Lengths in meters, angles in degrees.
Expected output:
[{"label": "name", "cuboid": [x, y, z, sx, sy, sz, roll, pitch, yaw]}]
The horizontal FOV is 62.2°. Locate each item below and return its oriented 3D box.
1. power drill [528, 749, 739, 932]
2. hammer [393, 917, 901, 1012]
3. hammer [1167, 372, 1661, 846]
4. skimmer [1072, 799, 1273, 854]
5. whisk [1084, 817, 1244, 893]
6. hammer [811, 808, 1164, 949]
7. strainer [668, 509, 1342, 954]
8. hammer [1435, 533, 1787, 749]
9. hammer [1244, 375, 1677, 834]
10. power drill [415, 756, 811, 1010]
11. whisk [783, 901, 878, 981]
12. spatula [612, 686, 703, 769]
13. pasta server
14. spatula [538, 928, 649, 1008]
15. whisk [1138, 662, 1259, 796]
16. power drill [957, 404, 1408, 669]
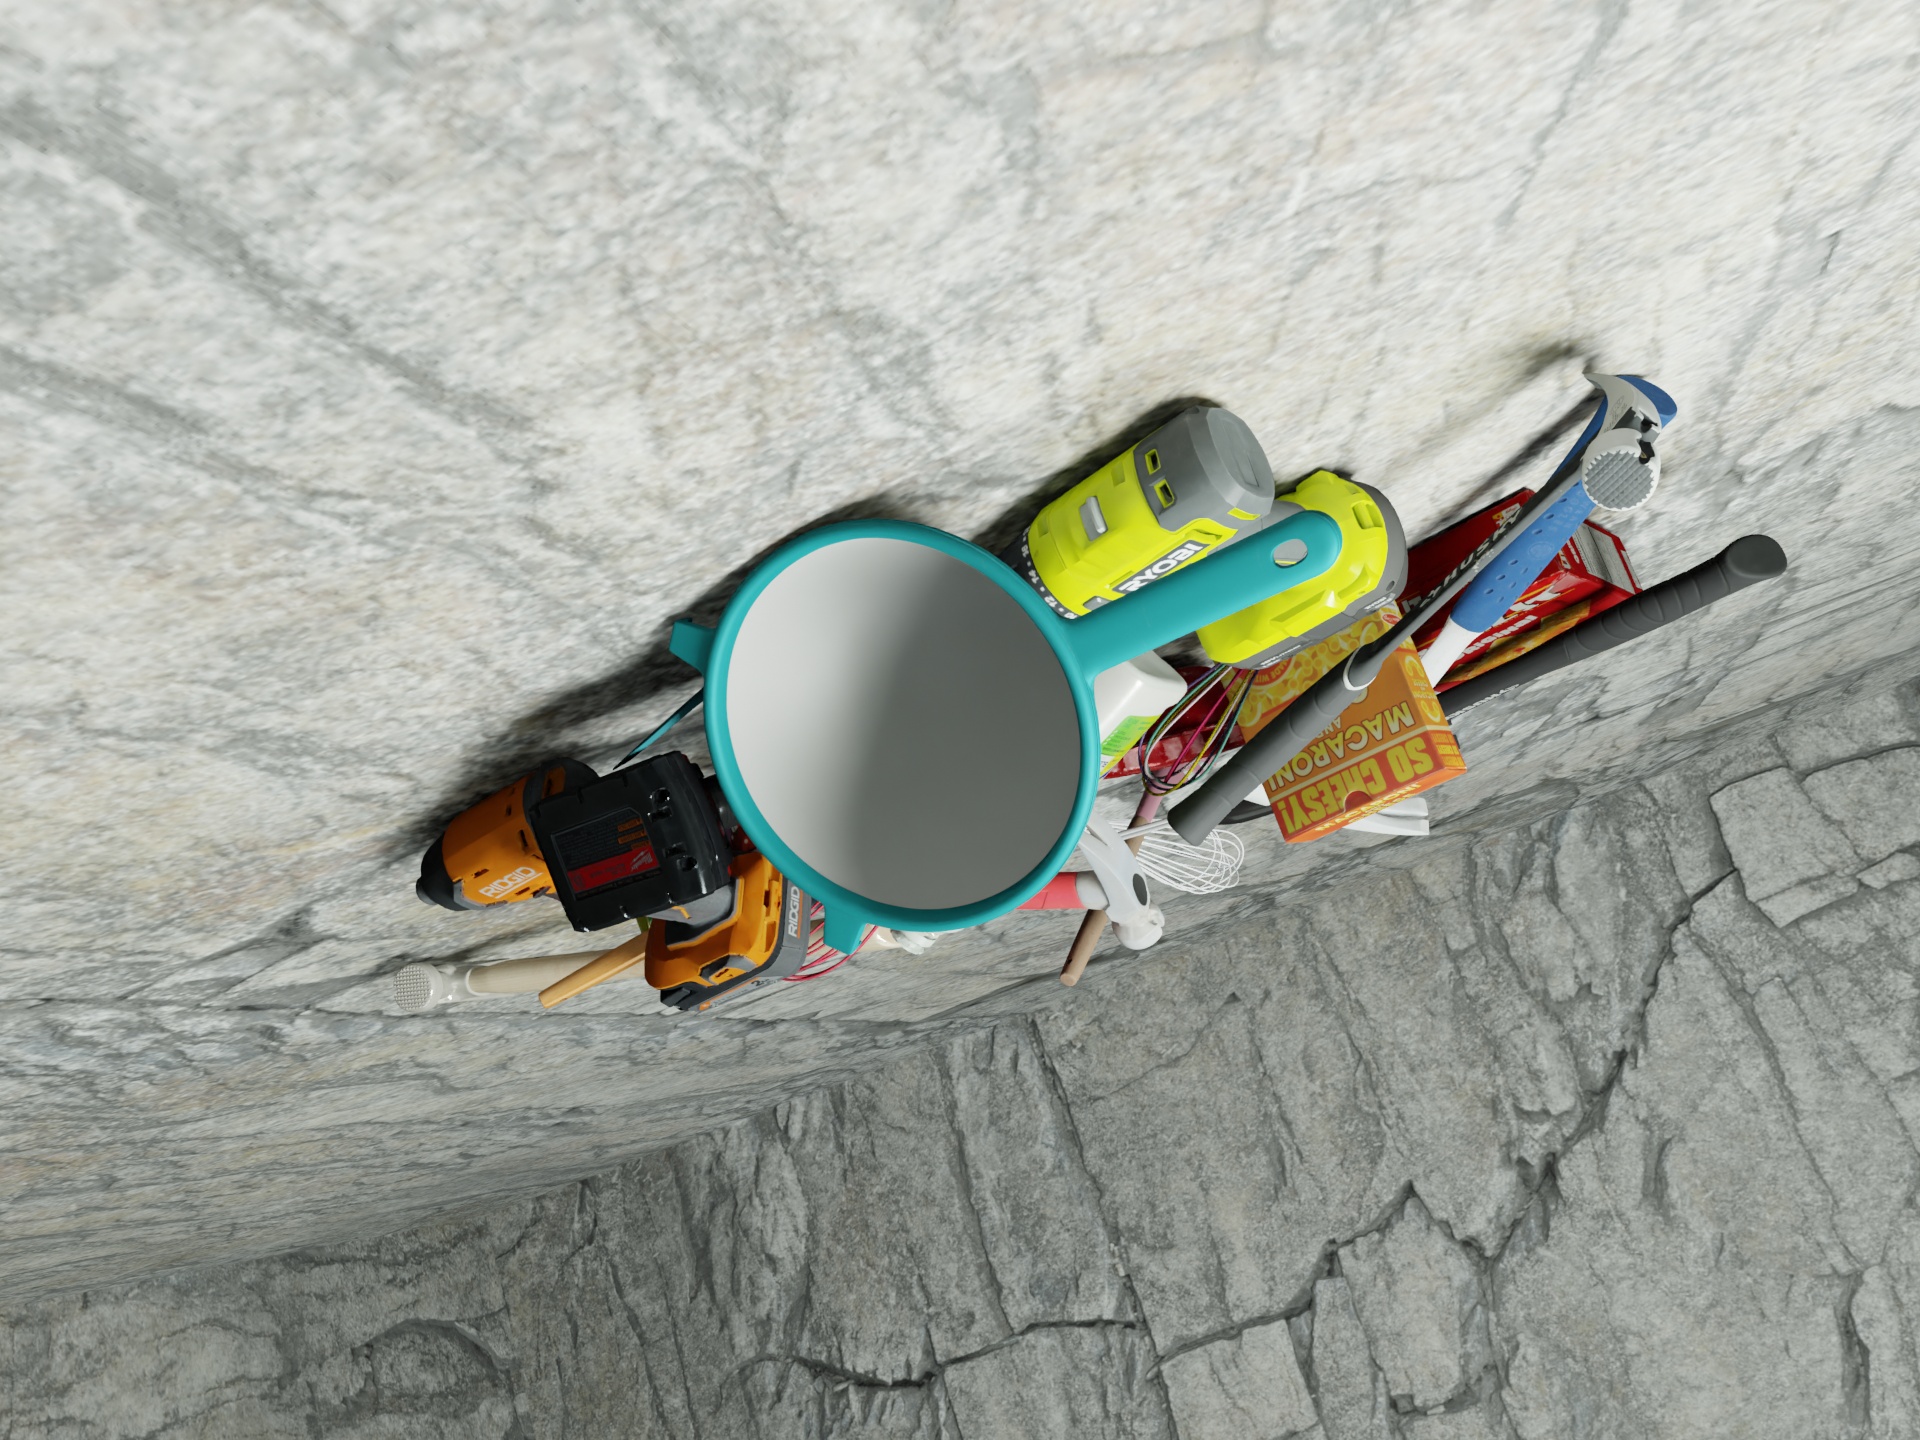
[{"label": "power drill", "cuboid": [-0.126, 0.043, 0.926, 0.143, 0.078, 0.219, -19, -177, 35]}, {"label": "hammer", "cuboid": [-0.228, 0.186, 1.253, 0.410, 0.038, 0.146, -9, 172, 15]}, {"label": "hammer", "cuboid": [0.252, -0.047, 0.950, 0.408, 0.036, 0.149, -49, -175, 39]}, {"label": "skimmer", "cuboid": [0.117, 0.062, 1.247, 0.363, 0.090, 0.127, -16, 162, 10]}, {"label": "whisk", "cuboid": [0.125, 0.096, 1.367, 0.284, 0.070, 0.070, 16, 148, -24]}, {"label": "hammer", "cuboid": [-0.048, 0.121, 1.212, 0.386, 0.038, 0.143, -4, 140, 28]}, {"label": "strainer", "cuboid": [0.034, -0.029, 0.785, 0.340, 0.211, 0.095, -24, -174, 26]}, {"label": "hammer", "cuboid": [0.423, -0.045, 1.137, 0.146, 0.035, 0.334, 1, 157, -41]}, {"label": "hammer", "cuboid": [0.335, -0.057, 1.055, 0.144, 0.035, 0.405, 17, 136, -10]}, {"label": "power drill", "cuboid": [-0.226, 0.112, 1.018, 0.164, 0.084, 0.226, -26, 138, 34]}, {"label": "whisk", "cuboid": [-0.030, 0.078, 1.127, 0.296, 0.073, 0.073, -40, 166, -11]}, {"label": "spatula", "cuboid": [-0.046, -0.033, 0.909, 0.317, 0.044, 0.082, -14, 177, -20]}, {"label": "pasta server", "cuboid": [0.142, 0.106, 1.290, 0.060, 0.040, 0.316, -25, -158, 39]}, {"label": "spatula", "cuboid": [-0.159, 0.115, 1.146, 0.322, 0.041, 0.081, -29, 158, -7]}, {"label": "whisk", "cuboid": [0.191, -0.039, 1.030, 0.245, 0.051, 0.047, -55, -176, 30]}, {"label": "power drill", "cuboid": [0.124, -0.085, 0.876, 0.190, 0.080, 0.228, -32, 156, 37]}]
